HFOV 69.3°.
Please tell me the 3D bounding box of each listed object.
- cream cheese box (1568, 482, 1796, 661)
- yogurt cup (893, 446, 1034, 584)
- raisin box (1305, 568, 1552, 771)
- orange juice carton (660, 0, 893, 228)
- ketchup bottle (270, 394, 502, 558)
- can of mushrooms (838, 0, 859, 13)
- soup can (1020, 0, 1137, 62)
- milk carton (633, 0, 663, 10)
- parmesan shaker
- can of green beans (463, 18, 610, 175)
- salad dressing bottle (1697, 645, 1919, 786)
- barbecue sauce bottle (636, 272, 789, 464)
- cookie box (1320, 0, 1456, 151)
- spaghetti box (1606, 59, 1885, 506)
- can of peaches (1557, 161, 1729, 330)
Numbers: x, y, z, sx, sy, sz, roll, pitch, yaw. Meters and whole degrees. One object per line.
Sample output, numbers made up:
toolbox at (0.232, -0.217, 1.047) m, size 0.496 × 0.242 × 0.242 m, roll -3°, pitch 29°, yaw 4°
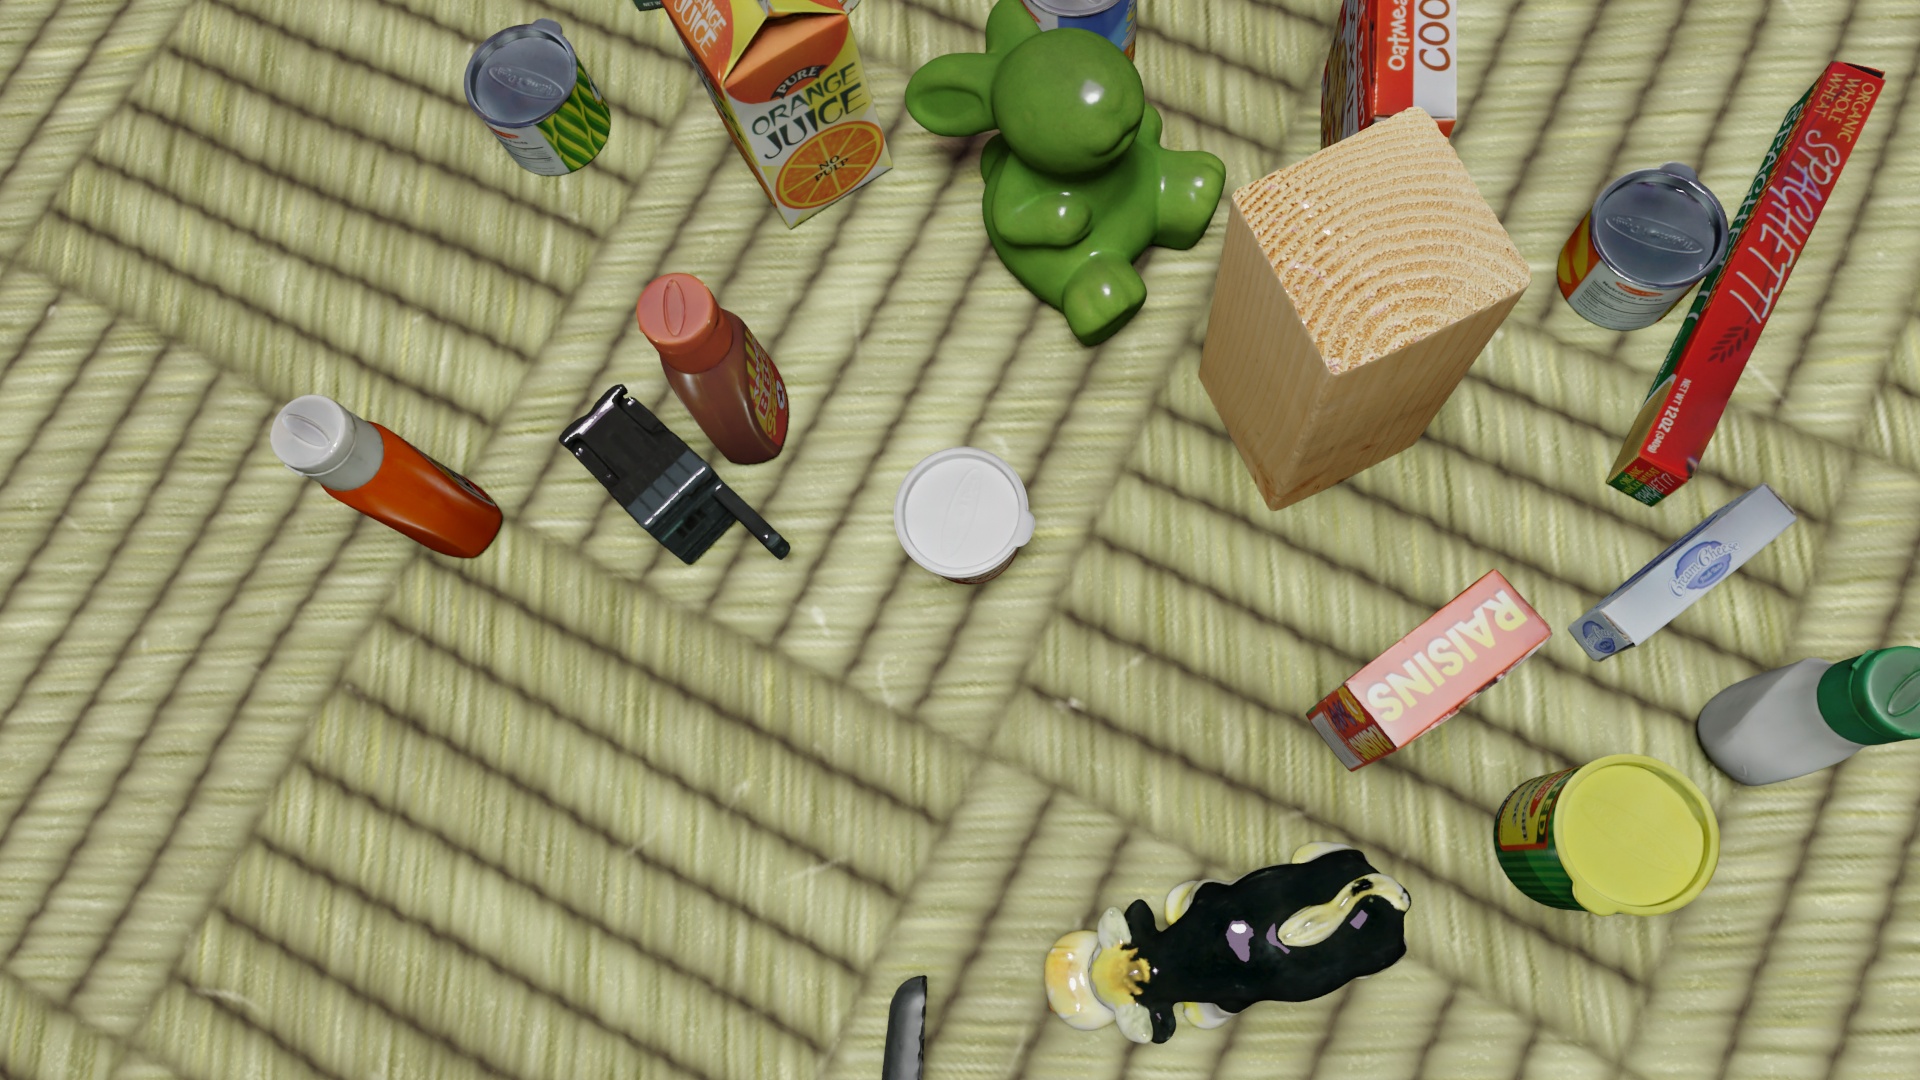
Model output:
cream cheese box at (0.350, 0.017, 0.677) m, size 0.104 × 0.053 × 0.024 m, roll -37°, pitch 75°, yaw -4°
yogurt cup at (0.003, -0.009, 0.719) m, size 0.072 × 0.054 × 0.072 m, roll -1°, pitch 75°, yaw 6°
raisin box at (0.212, 0.064, 0.643) m, size 0.086 × 0.123 × 0.040 m, roll -36°, pitch 75°, yaw -4°
orange juice carton at (-0.096, -0.248, 0.720) m, size 0.073 × 0.192 × 0.072 m, roll -32°, pitch 75°, yaw -2°
ketchup bottle at (-0.292, -0.032, 0.706) m, size 0.065 × 0.148 × 0.043 m, roll 28°, pitch 81°, yaw 12°
can of mushrooms at (-0.092, -0.341, 0.827) m, size 0.071 × 0.033 × 0.071 m, roll -1°, pitch 75°, yaw 6°
soup can at (0.068, -0.297, 0.773) m, size 0.071 × 0.083 × 0.071 m, roll -1°, pitch 76°, yaw 6°
milk carton at (-0.176, -0.384, 0.765) m, size 0.072 × 0.190 × 0.073 m, roll -8°, pitch 75°, yaw 4°
parmesan shaker at (0.285, 0.136, 0.627) m, size 0.071 × 0.103 × 0.071 m, roll -1°, pitch 76°, yaw 6°
can of green beans at (-0.244, -0.255, 0.807) m, size 0.071 × 0.057 × 0.071 m, roll -1°, pitch 75°, yaw 6°
salad dressing bottle at (0.377, 0.076, 0.610) m, size 0.064 × 0.147 × 0.044 m, roll -41°, pitch 75°, yaw -5°
barbecue sauce bottle at (-0.124, -0.088, 0.704) m, size 0.044 × 0.148 × 0.065 m, roll -7°, pitch 75°, yaw 4°
cookie box at (0.209, -0.222, 0.695) m, size 0.040 × 0.167 × 0.123 m, roll 3°, pitch 76°, yaw 7°
spaghetti box at (0.403, -0.134, 0.713) m, size 0.029 × 0.050 × 0.250 m, roll 28°, pitch 80°, yaw 12°
can of peaches at (0.352, -0.151, 0.719) m, size 0.071 × 0.058 × 0.071 m, roll -1°, pitch 75°, yaw 6°
